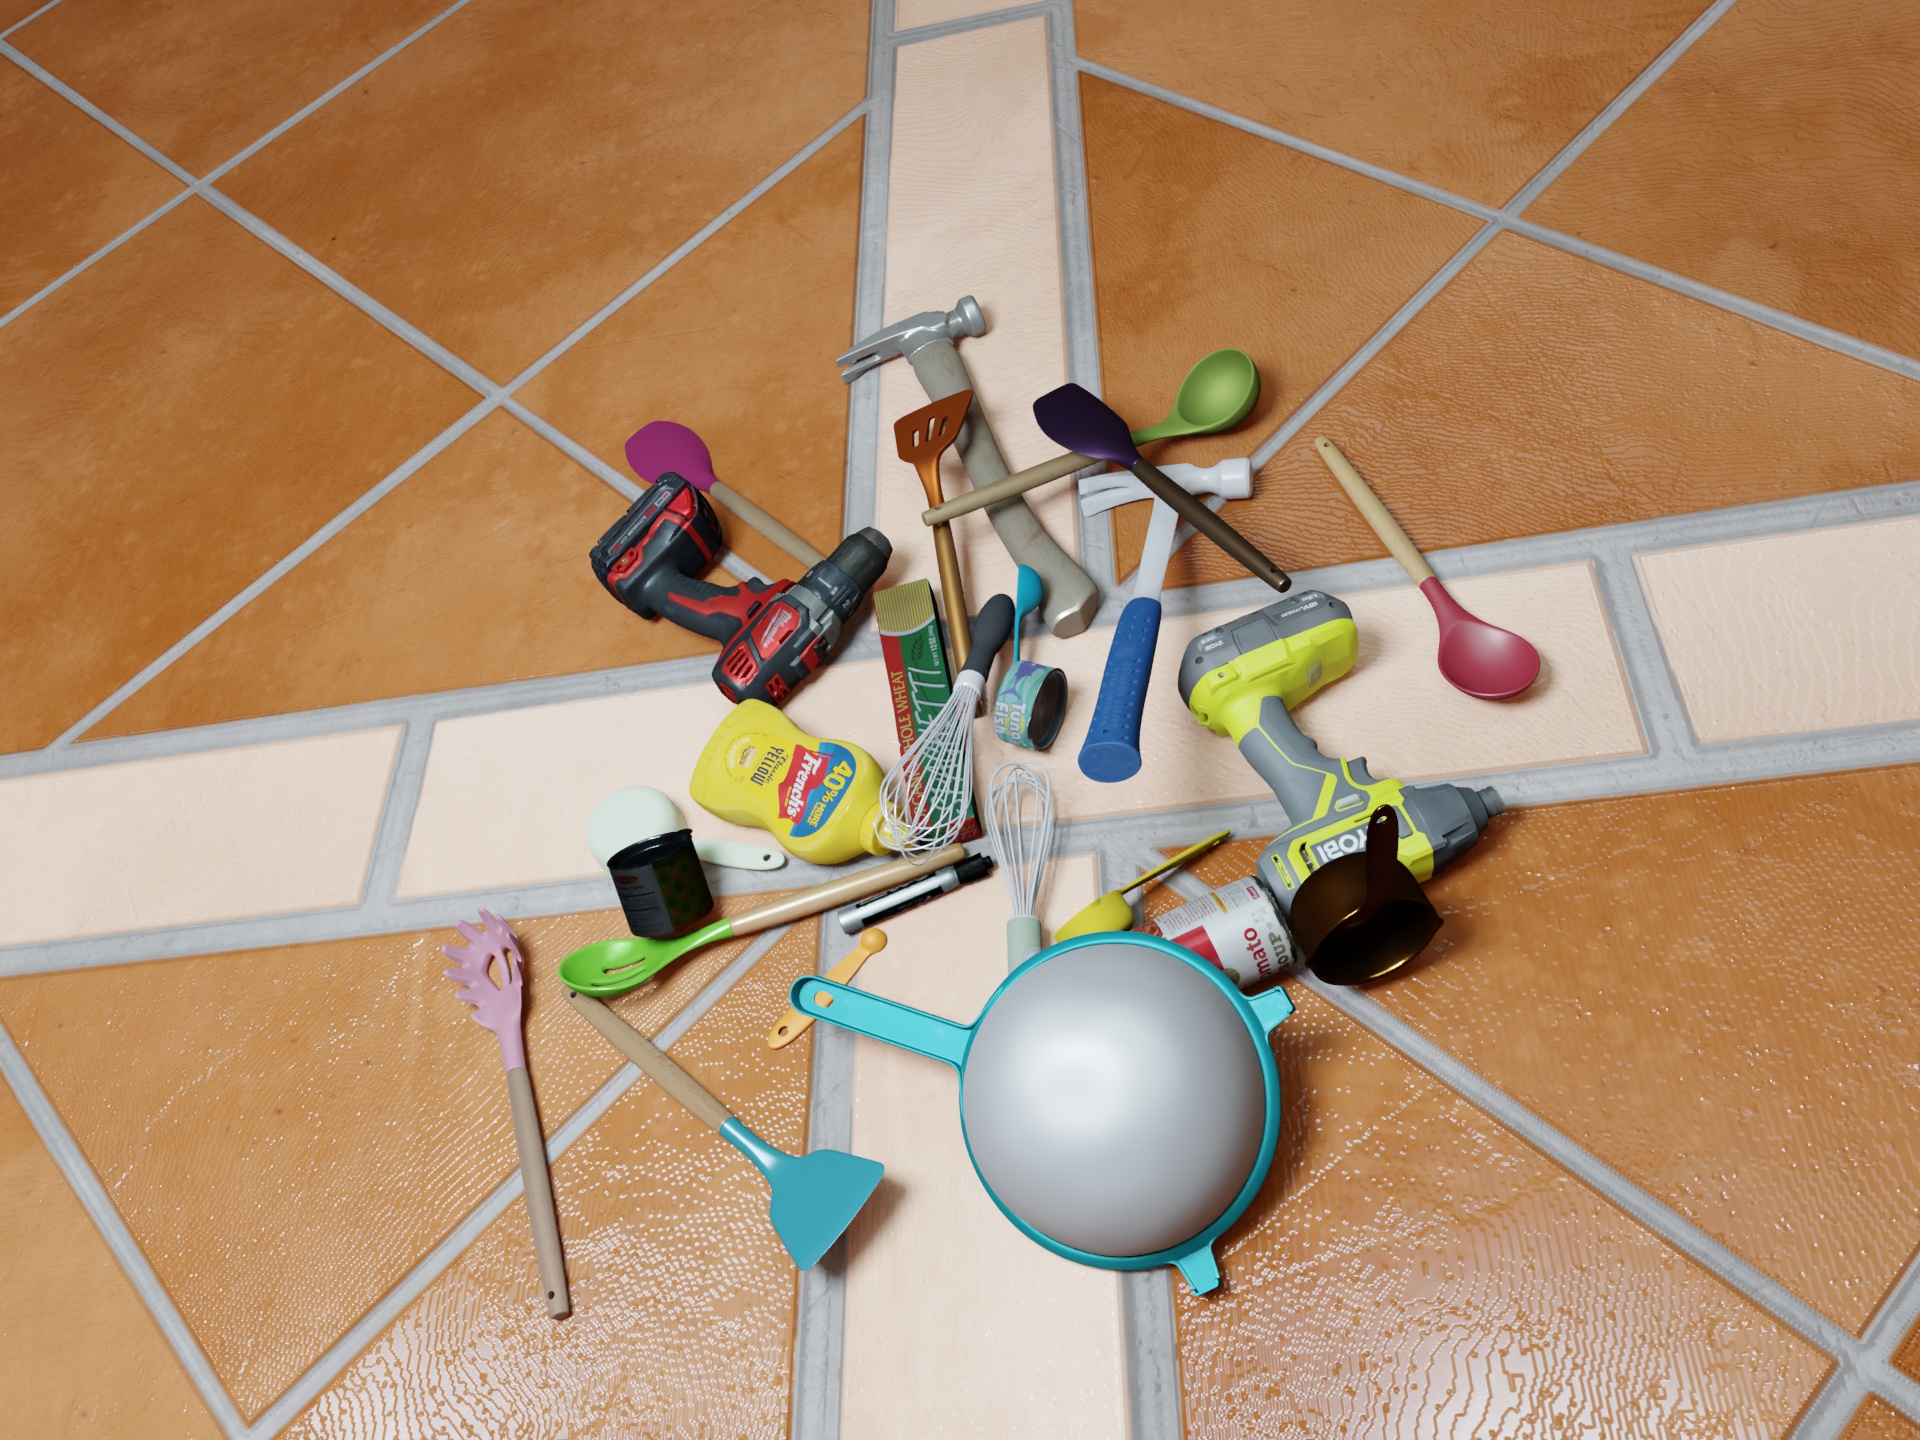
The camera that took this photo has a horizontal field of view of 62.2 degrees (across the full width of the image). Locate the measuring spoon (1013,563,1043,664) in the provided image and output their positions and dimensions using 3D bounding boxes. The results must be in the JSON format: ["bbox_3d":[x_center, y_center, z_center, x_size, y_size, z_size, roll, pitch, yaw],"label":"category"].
[{"bbox_3d":[0.054,-0.062,1.264,0.021,0.042,0.129,2,79,4],"label":"measuring spoon"}]

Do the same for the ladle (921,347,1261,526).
[{"bbox_3d":[0.111,-0.235,1.339,0.320,0.062,0.078,-23,43,-14],"label":"ladle"}]

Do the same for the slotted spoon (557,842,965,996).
[{"bbox_3d":[-0.146,0.147,1.187,0.314,0.031,0.070,-18,25,-1],"label":"slotted spoon"}]

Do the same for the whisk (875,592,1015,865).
[{"bbox_3d":[-0.002,-0.003,1.205,0.070,0.070,0.285,4,44,18],"label":"whisk"}]

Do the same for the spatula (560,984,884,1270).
[{"bbox_3d":[-0.182,0.263,1.107,0.318,0.044,0.082,30,70,32],"label":"spatula"}]

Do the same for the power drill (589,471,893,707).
[{"bbox_3d":[-0.184,-0.125,1.355,0.227,0.080,0.188,35,77,29],"label":"power drill"}]

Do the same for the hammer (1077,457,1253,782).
[{"bbox_3d":[0.134,-0.091,1.199,0.144,0.035,0.406,-2,35,17],"label":"hammer"}]

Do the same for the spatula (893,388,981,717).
[{"bbox_3d":[-0.009,-0.146,1.336,0.081,0.041,0.323,-19,64,21],"label":"spatula"}]

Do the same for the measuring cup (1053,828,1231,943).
[{"bbox_3d":[0.136,0.123,1.122,0.156,0.062,0.029,-28,72,-19],"label":"measuring cup"}]

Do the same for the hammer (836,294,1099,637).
[{"bbox_3d":[0.013,-0.223,1.402,0.146,0.038,0.411,-24,53,0],"label":"hammer"}]

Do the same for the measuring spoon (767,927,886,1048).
[{"bbox_3d":[-0.098,0.193,1.153,0.021,0.011,0.117,34,70,32],"label":"measuring spoon"}]

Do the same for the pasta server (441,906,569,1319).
[{"bbox_3d":[-0.319,0.274,1.141,0.060,0.040,0.317,-30,53,9],"label":"pasta server"}]

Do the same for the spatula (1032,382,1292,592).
[{"bbox_3d":[0.154,-0.187,1.258,0.060,0.018,0.316,-31,49,-14],"label":"spatula"}]

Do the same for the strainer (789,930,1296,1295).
[{"bbox_3d":[0.028,0.217,1.004,0.340,0.095,0.211,14,83,21],"label":"strainer"}]

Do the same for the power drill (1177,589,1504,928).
[{"bbox_3d":[0.265,0.022,1.137,0.171,0.080,0.223,-23,57,0],"label":"power drill"}]

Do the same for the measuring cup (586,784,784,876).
[{"bbox_3d":[-0.216,0.091,1.240,0.167,0.038,0.083,6,57,22],"label":"measuring cup"}]

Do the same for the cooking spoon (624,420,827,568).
[{"bbox_3d":[-0.209,-0.202,1.459,0.069,0.017,0.319,-42,55,-15],"label":"cooking spoon"}]

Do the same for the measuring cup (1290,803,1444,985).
[{"bbox_3d":[0.253,0.096,1.006,0.095,0.173,0.052,-16,44,-5],"label":"measuring cup"}]

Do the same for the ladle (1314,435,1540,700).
[{"bbox_3d":[0.352,-0.125,1.246,0.069,0.031,0.316,-21,51,-3],"label":"ladle"}]

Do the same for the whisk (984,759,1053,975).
[{"bbox_3d":[0.046,0.137,1.134,0.059,0.057,0.247,-30,49,38],"label":"whisk"}]
